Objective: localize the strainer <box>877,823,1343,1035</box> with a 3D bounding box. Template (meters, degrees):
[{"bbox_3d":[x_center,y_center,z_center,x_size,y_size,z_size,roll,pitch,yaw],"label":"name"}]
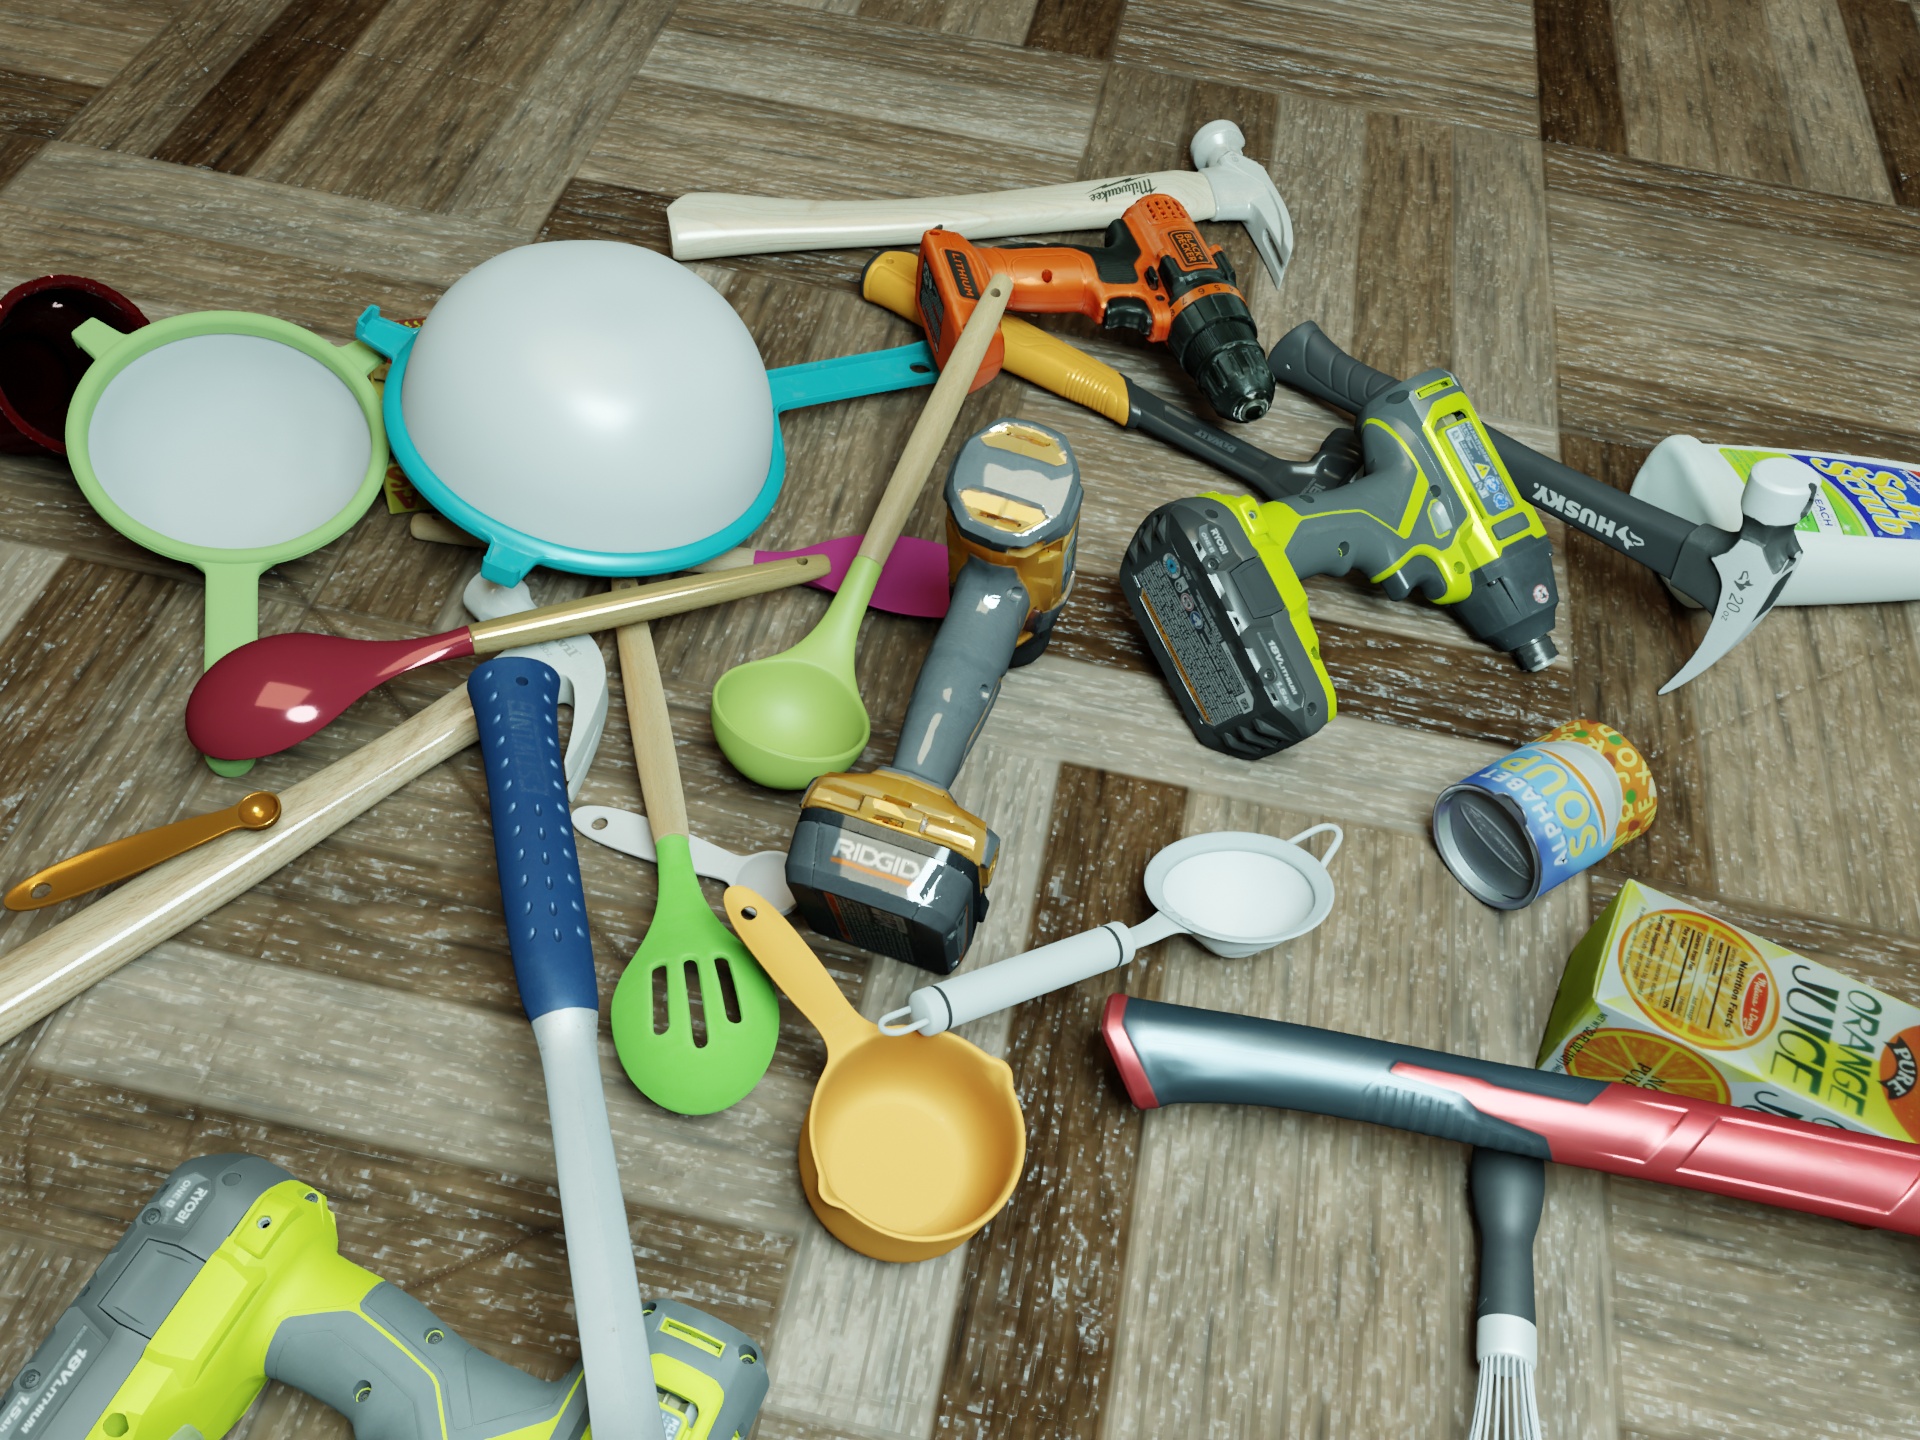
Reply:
[{"bbox_3d":[0.073,0.097,0.699,0.258,0.050,0.087,-14,31,-33],"label":"strainer"}]

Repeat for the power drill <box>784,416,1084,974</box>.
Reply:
[{"bbox_3d":[-0.001,-0.002,0.738,0.084,0.185,0.226,17,72,7],"label":"power drill"}]

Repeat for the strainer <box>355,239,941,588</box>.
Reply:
[{"bbox_3d":[-0.133,-0.198,0.854,0.340,0.095,0.211,-18,62,-31],"label":"strainer"}]

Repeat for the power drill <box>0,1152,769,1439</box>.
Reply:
[{"bbox_3d":[-0.203,0.267,0.546,0.228,0.080,0.191,22,52,7],"label":"power drill"}]

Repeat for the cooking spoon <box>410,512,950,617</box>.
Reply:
[{"bbox_3d":[-0.137,-0.088,0.861,0.319,0.017,0.069,7,42,-1],"label":"cooking spoon"}]

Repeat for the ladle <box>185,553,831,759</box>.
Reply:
[{"bbox_3d":[-0.212,-0.043,0.775,0.315,0.031,0.069,-15,55,-20],"label":"ladle"}]

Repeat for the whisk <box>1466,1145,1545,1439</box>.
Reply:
[{"bbox_3d":[0.206,0.267,0.602,0.070,0.070,0.285,14,48,5],"label":"whisk"}]

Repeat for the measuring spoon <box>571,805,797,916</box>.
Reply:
[{"bbox_3d":[-0.129,0.066,0.750,0.124,0.018,0.034,18,54,16],"label":"measuring spoon"}]

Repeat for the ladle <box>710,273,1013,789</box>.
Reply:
[{"bbox_3d":[-0.036,-0.107,0.812,0.078,0.062,0.320,23,71,2],"label":"ladle"}]

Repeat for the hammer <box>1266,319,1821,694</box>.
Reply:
[{"bbox_3d":[0.306,-0.143,0.903,0.035,0.146,0.335,-31,50,-26],"label":"hammer"}]

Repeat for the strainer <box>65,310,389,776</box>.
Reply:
[{"bbox_3d":[-0.372,-0.086,0.818,0.151,0.069,0.256,-1,69,-20],"label":"strainer"}]

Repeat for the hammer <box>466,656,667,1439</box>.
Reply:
[{"bbox_3d":[-0.157,0.125,0.614,0.144,0.035,0.406,-3,46,-21],"label":"hammer"}]

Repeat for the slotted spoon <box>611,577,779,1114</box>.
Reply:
[{"bbox_3d":[-0.141,0.038,0.745,0.070,0.031,0.314,-8,49,-13],"label":"slotted spoon"}]

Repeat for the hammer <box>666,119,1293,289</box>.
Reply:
[{"bbox_3d":[0.015,-0.329,1.053,0.410,0.038,0.146,-8,55,-11],"label":"hammer"}]

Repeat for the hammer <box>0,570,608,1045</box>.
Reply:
[{"bbox_3d":[-0.305,0.048,0.732,0.130,0.031,0.331,40,59,23],"label":"hammer"}]

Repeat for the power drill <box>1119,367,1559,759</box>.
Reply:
[{"bbox_3d":[0.211,-0.074,0.835,0.223,0.080,0.171,-25,85,-25],"label":"power drill"}]

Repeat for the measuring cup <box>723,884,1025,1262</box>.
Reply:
[{"bbox_3d":[-0.048,0.144,0.659,0.095,0.052,0.174,-29,67,-30],"label":"measuring cup"}]

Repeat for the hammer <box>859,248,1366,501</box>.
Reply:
[{"bbox_3d":[0.076,-0.198,0.959,0.337,0.034,0.127,31,55,17],"label":"hammer"}]

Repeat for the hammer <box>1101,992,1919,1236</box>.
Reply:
[{"bbox_3d":[0.250,0.146,0.641,0.386,0.038,0.143,10,75,10],"label":"hammer"}]

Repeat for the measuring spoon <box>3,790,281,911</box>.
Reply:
[{"bbox_3d":[-0.355,0.059,0.695,0.117,0.011,0.021,-22,56,-16],"label":"measuring spoon"}]
